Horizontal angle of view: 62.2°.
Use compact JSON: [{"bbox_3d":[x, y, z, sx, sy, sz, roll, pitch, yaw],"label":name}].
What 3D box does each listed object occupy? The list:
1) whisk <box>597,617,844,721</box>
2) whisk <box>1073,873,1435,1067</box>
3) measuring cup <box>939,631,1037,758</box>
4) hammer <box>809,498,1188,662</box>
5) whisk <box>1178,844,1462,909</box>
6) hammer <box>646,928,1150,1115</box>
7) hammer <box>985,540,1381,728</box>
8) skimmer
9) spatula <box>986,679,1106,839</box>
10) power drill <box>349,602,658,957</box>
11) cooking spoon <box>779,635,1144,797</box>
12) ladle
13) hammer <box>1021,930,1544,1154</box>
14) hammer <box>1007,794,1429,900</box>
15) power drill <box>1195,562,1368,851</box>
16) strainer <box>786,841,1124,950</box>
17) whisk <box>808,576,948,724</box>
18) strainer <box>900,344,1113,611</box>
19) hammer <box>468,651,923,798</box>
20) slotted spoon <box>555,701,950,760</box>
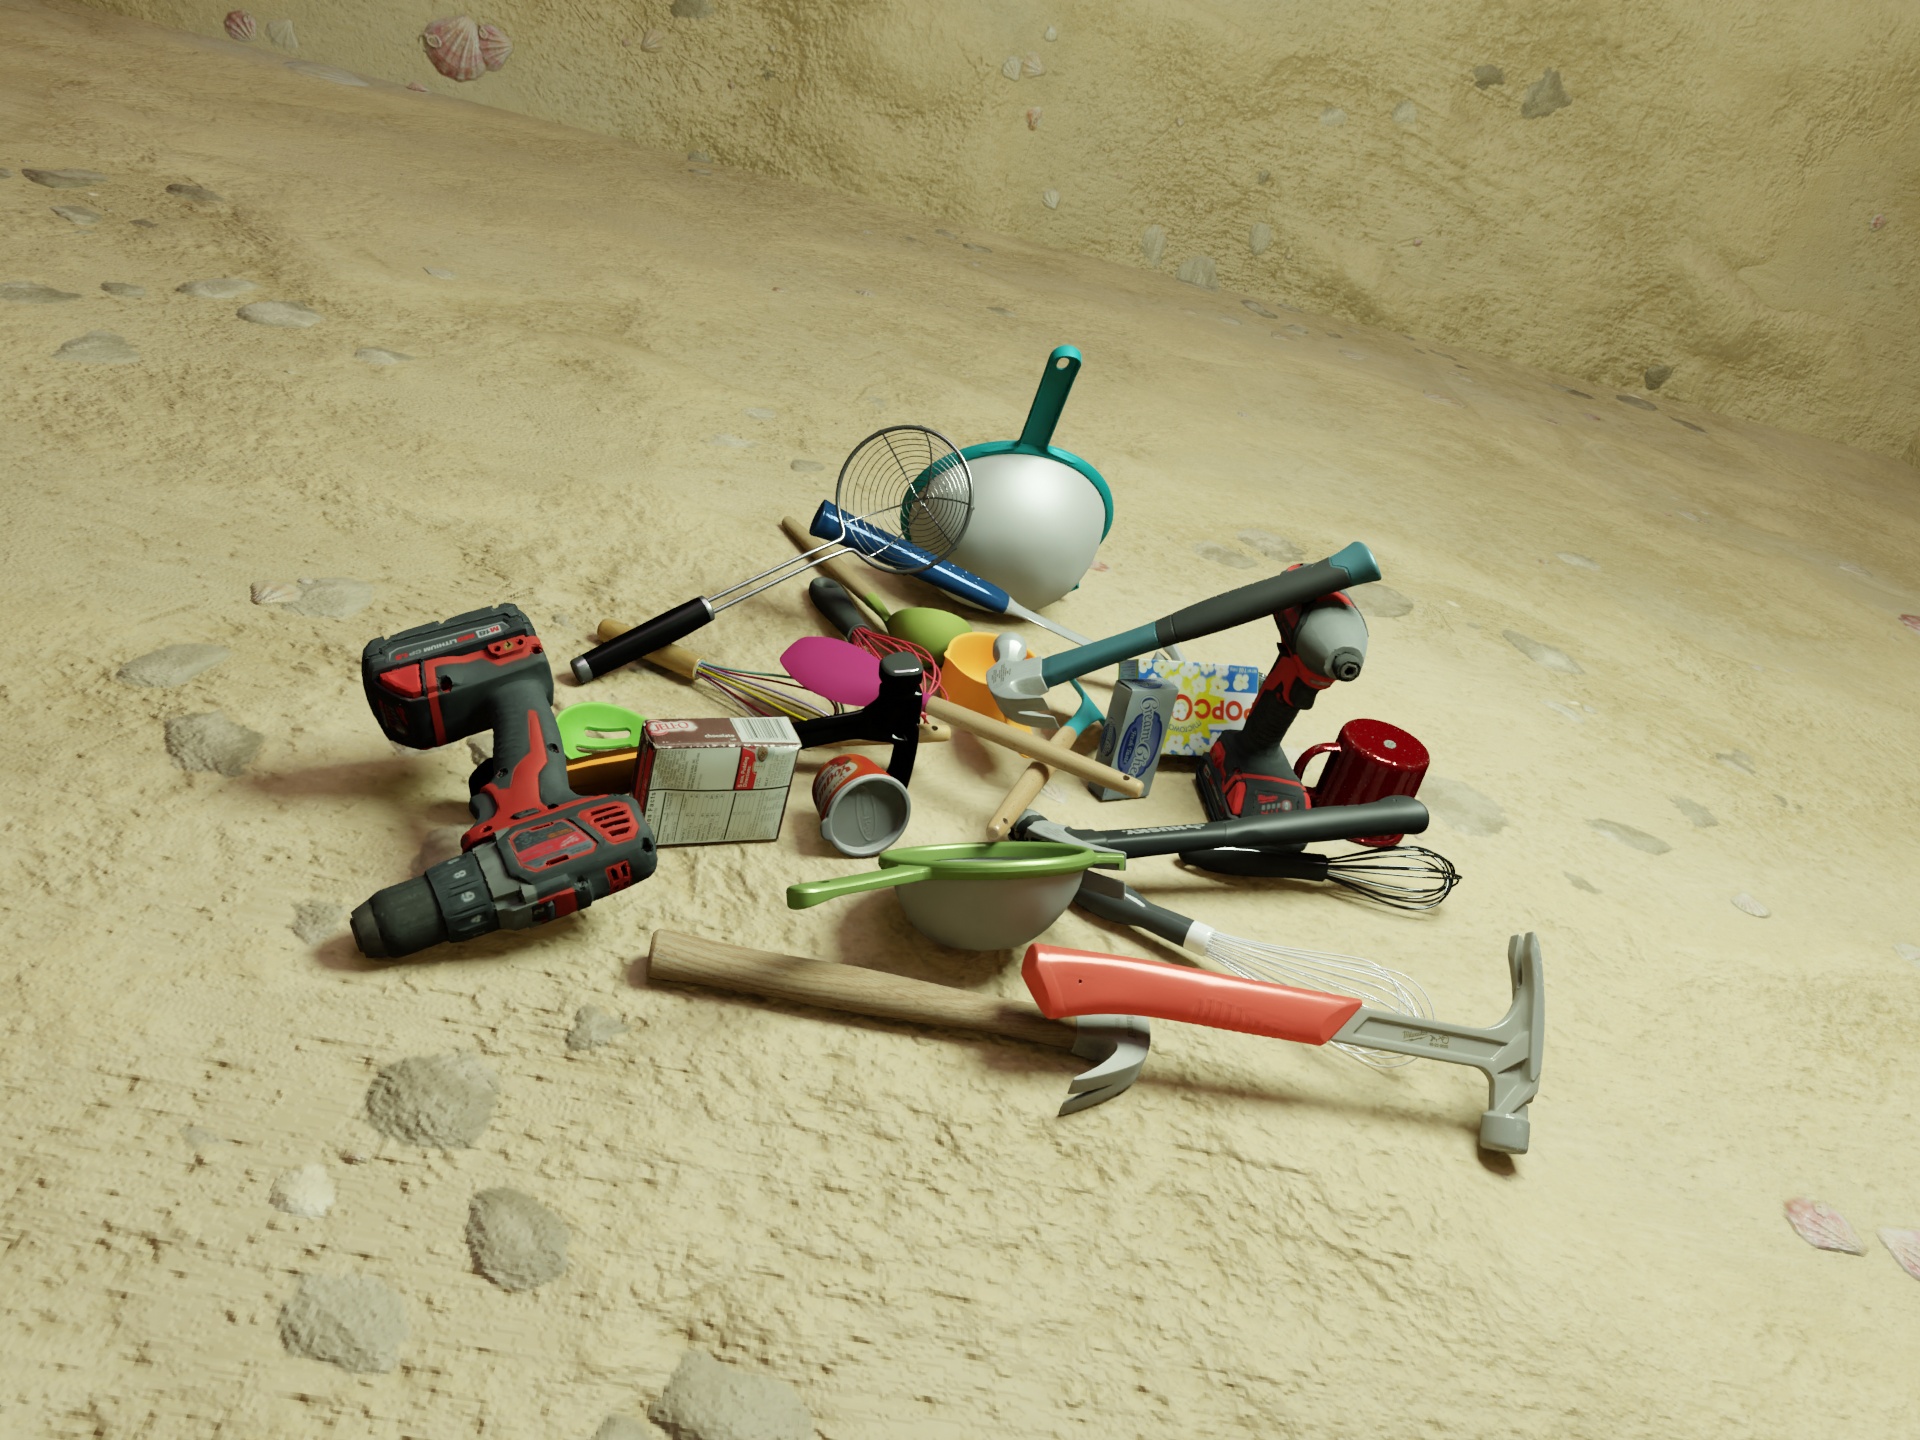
[{"bbox_3d":[-0.199,-0.037,1.320,0.245,0.051,0.047,22,35,17],"label":"whisk"},{"bbox_3d":[0.202,0.172,1.149,0.285,0.070,0.070,22,29,21],"label":"whisk"},{"bbox_3d":[0.033,-0.007,1.377,0.095,0.052,0.174,5,38,-18],"label":"measuring cup"},{"bbox_3d":[0.050,-0.105,1.474,0.405,0.035,0.144,24,24,-15],"label":"hammer"},{"bbox_3d":[0.292,0.118,1.293,0.239,0.055,0.055,7,30,-7],"label":"whisk"},{"bbox_3d":[-0.037,0.182,1.030,0.331,0.031,0.130,11,29,-7],"label":"hammer"},{"bbox_3d":[0.174,-0.075,1.284,0.331,0.033,0.128,-19,32,18],"label":"hammer"},{"bbox_3d":[-0.156,-0.130,1.323,0.363,0.090,0.127,-29,82,-20],"label":"skimmer"},{"bbox_3d":[0.073,0.028,1.297,0.082,0.044,0.317,54,30,-6],"label":"spatula"},{"bbox_3d":[-0.321,0.043,1.033,0.188,0.080,0.227,-20,57,-22],"label":"power drill"},{"bbox_3d":[-0.002,-0.004,1.259,0.319,0.017,0.069,23,44,19],"label":"cooking spoon"},{"bbox_3d":[-0.092,-0.139,1.538,0.078,0.062,0.320,31,9,-44],"label":"ladle"},{"bbox_3d":[0.217,0.184,1.048,0.359,0.036,0.149,12,73,-10],"label":"hammer"},{"bbox_3d":[0.216,0.088,1.229,0.334,0.035,0.146,-4,12,-20],"label":"hammer"},{"bbox_3d":[0.273,-0.006,1.316,0.078,0.219,0.143,9,29,-11],"label":"power drill"},{"bbox_3d":[-0.016,0.125,1.060,0.151,0.069,0.256,-1,2,42],"label":"strainer"},{"bbox_3d":[-0.083,-0.067,1.420,0.073,0.073,0.296,1,25,-25],"label":"whisk"},{"bbox_3d":[0.060,-0.201,1.494,0.211,0.340,0.095,5,57,-11],"label":"strainer"},{"bbox_3d":[-0.188,0.031,1.173,0.336,0.127,0.034,-10,39,-23],"label":"hammer"},{"bbox_3d":[-0.157,0.014,1.238,0.313,0.031,0.070,-1,52,-19],"label":"slotted spoon"}]
